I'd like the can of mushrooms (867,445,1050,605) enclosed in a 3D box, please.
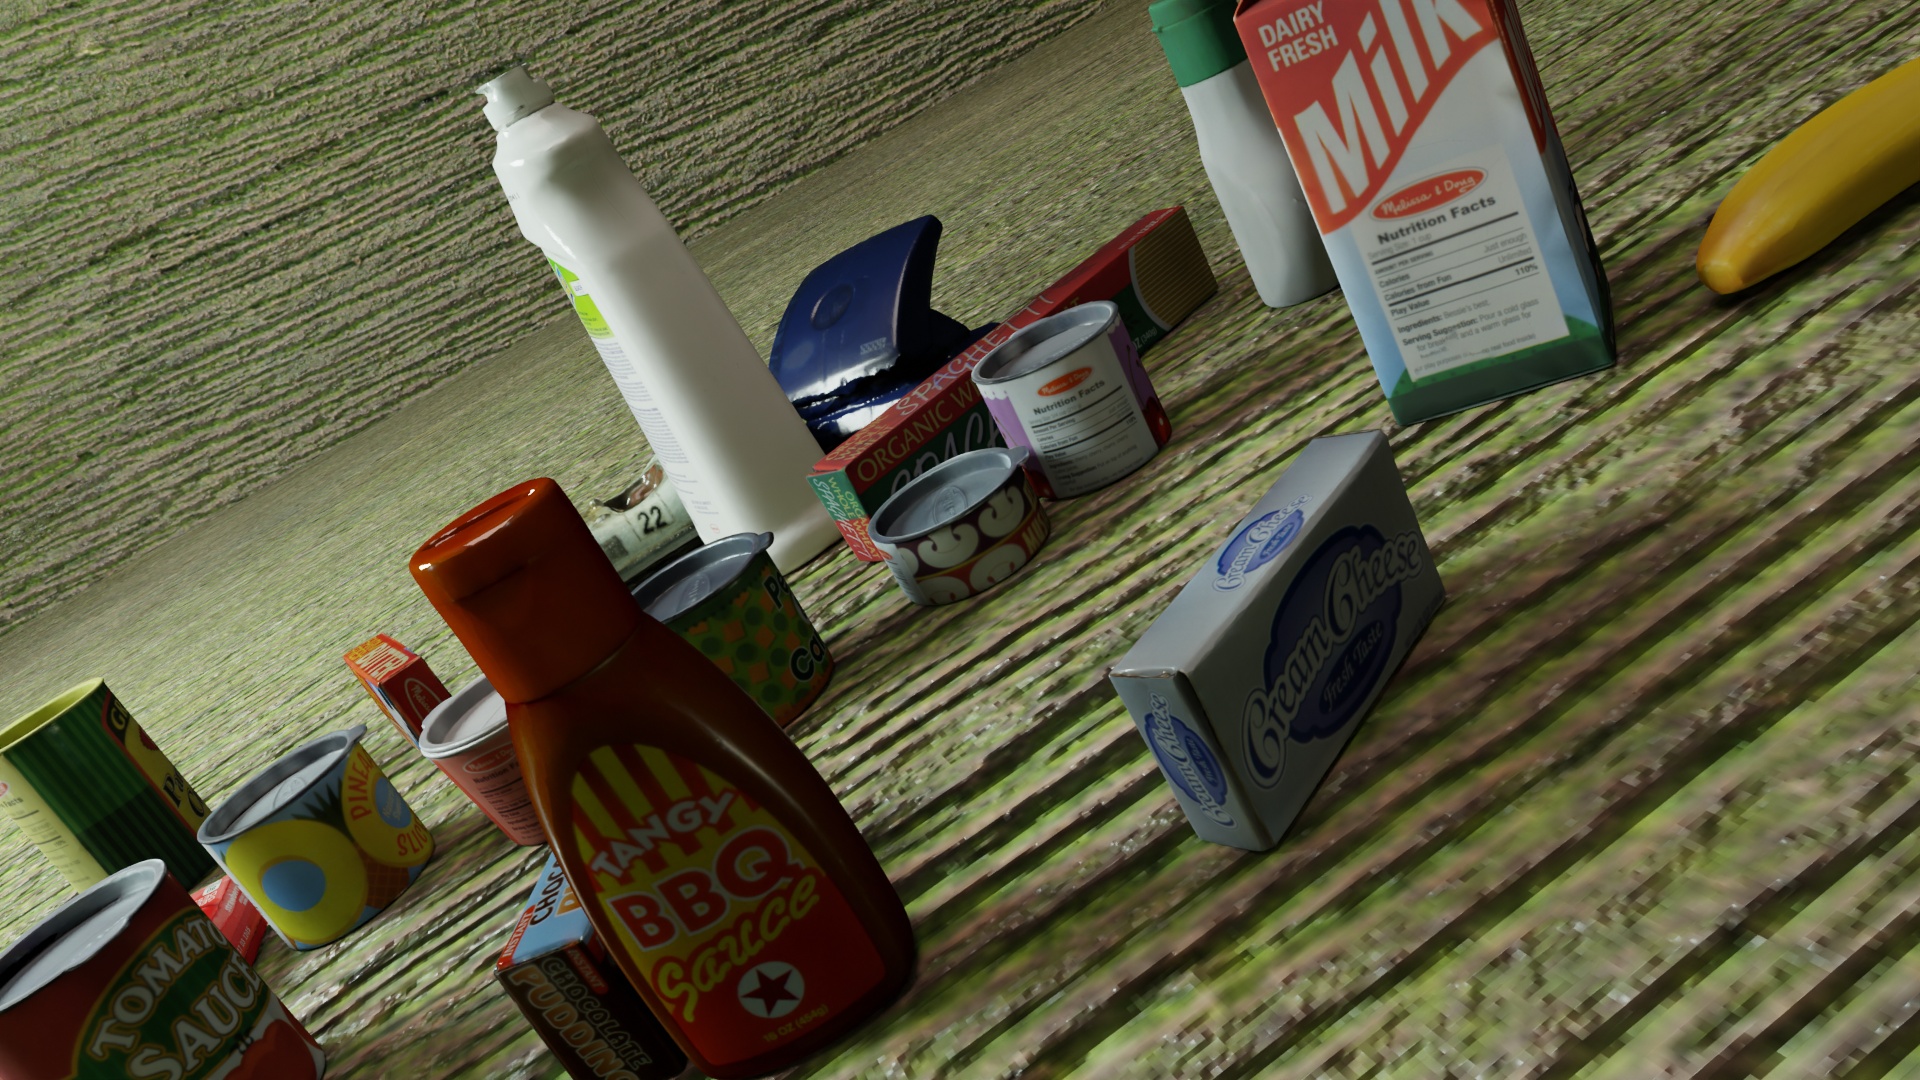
[{"bbox_3d":[0.002,-0.007,0.548,0.071,0.033,0.071,-25,20,10],"label":"can of mushrooms"}]

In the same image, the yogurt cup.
[{"bbox_3d":[-0.161,0.078,0.528,0.072,0.053,0.073,-25,20,10],"label":"yogurt cup"}]

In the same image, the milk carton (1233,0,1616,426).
[{"bbox_3d":[0.148,-0.143,0.454,0.073,0.190,0.073,-17,23,31],"label":"milk carton"}]

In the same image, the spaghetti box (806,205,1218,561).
[{"bbox_3d":[0.034,-0.080,0.657,0.251,0.050,0.028,-41,23,-30],"label":"spaghetti box"}]

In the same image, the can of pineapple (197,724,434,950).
[{"bbox_3d":[-0.251,0.117,0.548,0.071,0.057,0.071,-25,20,10],"label":"can of pineapple"}]

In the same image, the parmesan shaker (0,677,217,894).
[{"bbox_3d":[-0.414,0.127,0.672,0.071,0.102,0.071,-25,20,10],"label":"parmesan shaker"}]

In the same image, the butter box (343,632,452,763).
[{"bbox_3d":[-0.266,0.076,0.671,0.024,0.053,0.103,-38,22,-24],"label":"butter box"}]

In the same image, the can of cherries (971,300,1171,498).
[{"bbox_3d":[0.047,-0.059,0.578,0.071,0.058,0.072,-25,20,10],"label":"can of cherries"}]

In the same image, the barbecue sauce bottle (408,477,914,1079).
[{"bbox_3d":[-0.071,0.056,0.326,0.065,0.148,0.044,-28,20,3],"label":"barbecue sauce bottle"}]

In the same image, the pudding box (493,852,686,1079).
[{"bbox_3d":[-0.092,0.103,0.383,0.030,0.049,0.084,-24,20,13],"label":"pudding box"}]

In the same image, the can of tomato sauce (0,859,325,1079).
[{"bbox_3d":[-0.246,0.151,0.423,0.071,0.083,0.071,-25,20,10],"label":"can of tomato sauce"}]

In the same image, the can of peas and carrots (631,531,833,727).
[{"bbox_3d":[-0.087,0.038,0.522,0.071,0.058,0.071,-25,20,10],"label":"can of peas and carrots"}]

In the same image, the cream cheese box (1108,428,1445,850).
[{"bbox_3d":[0.083,0.022,0.344,0.024,0.053,0.104,-5,31,49],"label":"cream cheese box"}]

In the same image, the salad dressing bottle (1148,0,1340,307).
[{"bbox_3d":[0.131,-0.180,0.629,0.044,0.147,0.064,-28,20,2],"label":"salad dressing bottle"}]
